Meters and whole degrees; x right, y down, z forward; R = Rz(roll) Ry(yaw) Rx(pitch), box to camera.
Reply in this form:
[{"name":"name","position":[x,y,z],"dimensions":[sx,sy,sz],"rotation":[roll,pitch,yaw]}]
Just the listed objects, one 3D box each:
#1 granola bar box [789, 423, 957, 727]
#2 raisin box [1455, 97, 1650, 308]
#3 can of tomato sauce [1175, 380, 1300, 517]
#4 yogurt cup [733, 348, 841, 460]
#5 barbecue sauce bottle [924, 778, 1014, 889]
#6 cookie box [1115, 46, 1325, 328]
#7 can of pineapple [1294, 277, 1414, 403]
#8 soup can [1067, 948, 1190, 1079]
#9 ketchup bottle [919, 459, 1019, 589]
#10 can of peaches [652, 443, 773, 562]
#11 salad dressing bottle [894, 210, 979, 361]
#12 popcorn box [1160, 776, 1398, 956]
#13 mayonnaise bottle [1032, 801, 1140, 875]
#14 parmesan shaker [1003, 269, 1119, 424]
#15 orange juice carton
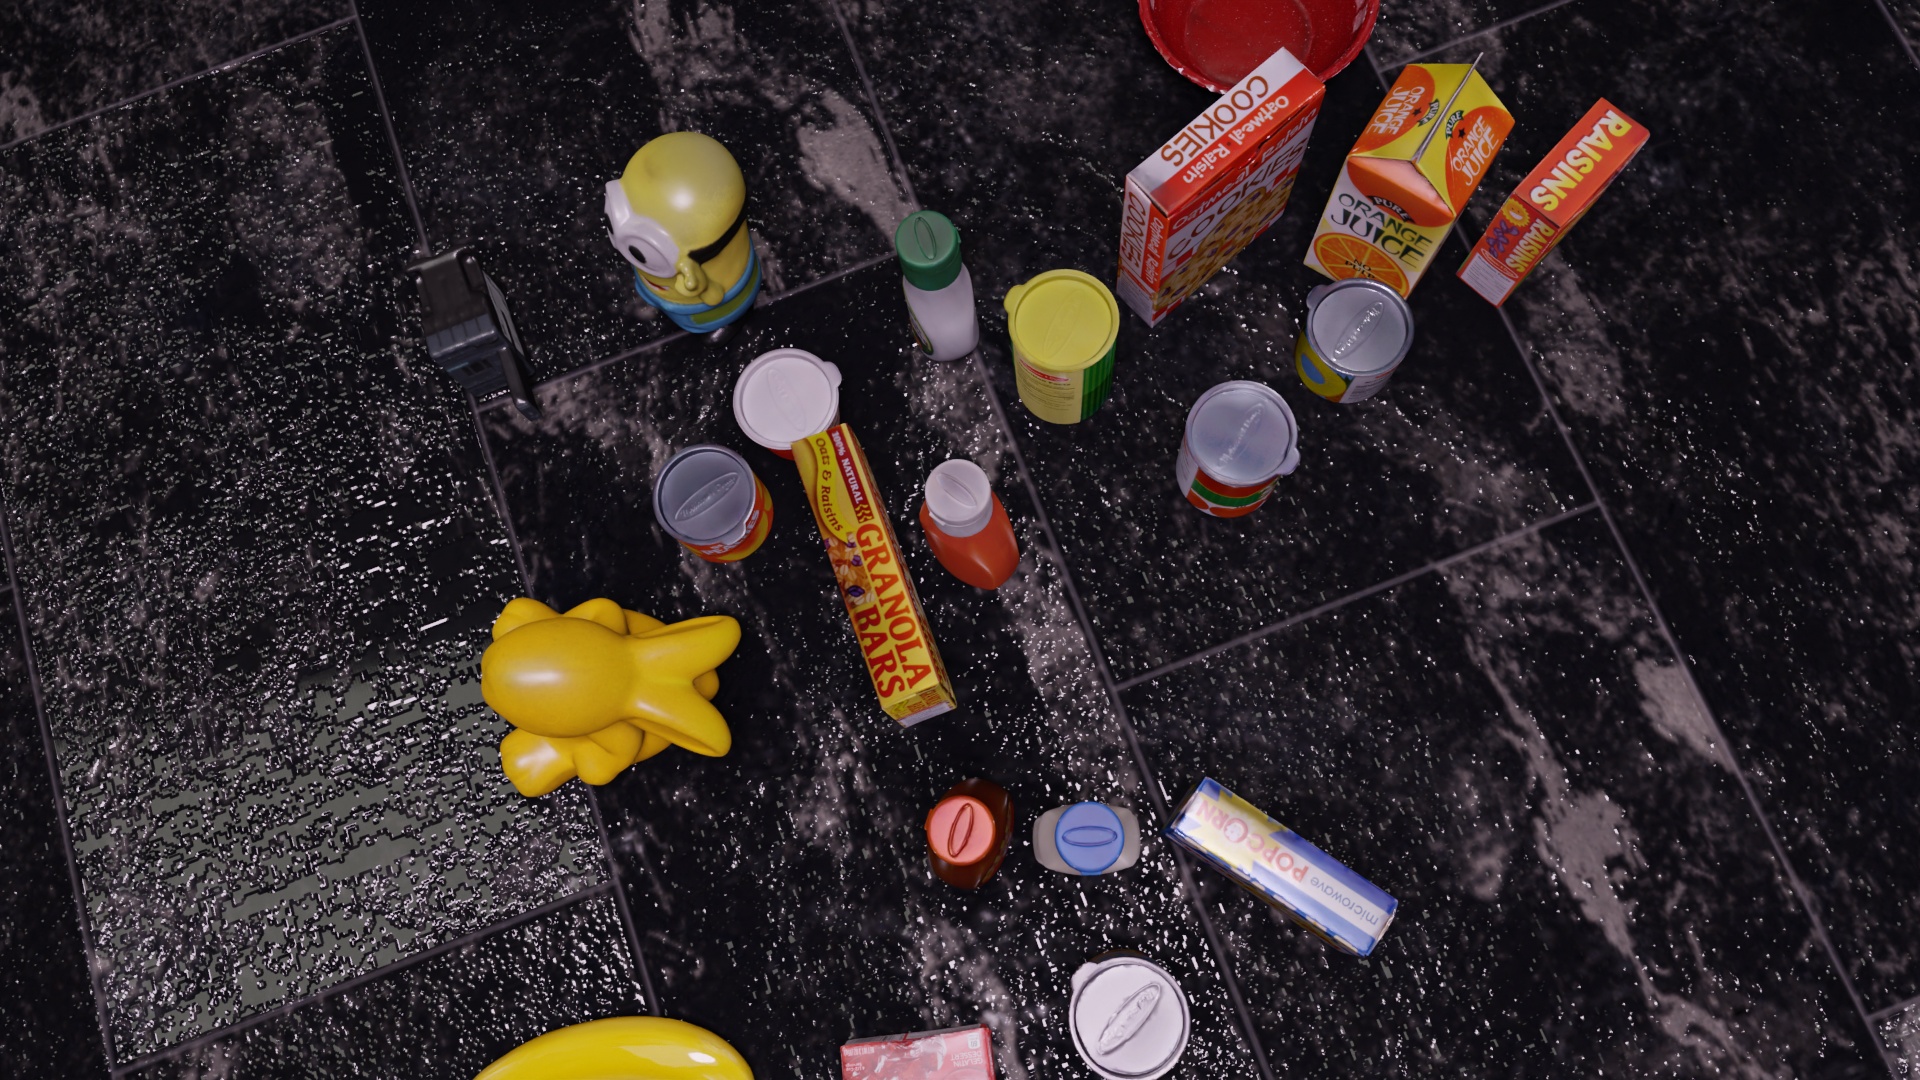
[{"name":"granola bar box","position":[-0.050,0.025,0.842],"dimensions":[0.039,0.124,0.166],"rotation":[-20,76,-1]},{"name":"raisin box","position":[0.368,-0.208,0.870],"dimensions":[0.040,0.123,0.086],"rotation":[43,83,12]},{"name":"can of tomato sauce","position":[0.172,-0.054,0.867],"dimensions":[0.071,0.083,0.071],"rotation":[-1,77,4]},{"name":"yogurt cup","position":[-0.110,-0.085,0.909],"dimensions":[0.072,0.054,0.072],"rotation":[-1,77,4]},{"name":"barbecue sauce bottle","position":[0.005,0.166,0.792],"dimensions":[0.044,0.148,0.065],"rotation":[18,79,8]},{"name":"cookie box","position":[0.157,-0.212,0.863],"dimensions":[0.123,0.167,0.040],"rotation":[-41,78,-6]},{"name":"can of pineapple","position":[0.251,-0.129,0.893],"dimensions":[0.071,0.057,0.071],"rotation":[-1,77,4]},{"name":"soup can","position":[0.093,0.268,0.795],"dimensions":[0.071,0.083,0.071],"rotation":[-1,77,4]},{"name":"ketchup bottle","position":[0.003,-0.010,0.834],"dimensions":[0.065,0.148,0.043],"rotation":[38,82,11]},{"name":"can of peaches","position":[-0.157,-0.021,0.895],"dimensions":[0.071,0.058,0.071],"rotation":[-1,77,4]},{"name":"salad dressing bottle","position":[-0.015,-0.159,0.872],"dimensions":[0.044,0.147,0.064],"rotation":[-17,76,0]},{"name":"popcorn box","position":[0.182,0.189,0.807],"dimensions":[0.127,0.085,0.038],"rotation":[33,81,11]},{"name":"mayonnaise bottle","position":[0.072,0.168,0.787],"dimensions":[0.065,0.148,0.041],"rotation":[-2,77,4]},{"name":"parmesan shaker","position":[0.063,-0.122,0.881],"dimensions":[0.071,0.103,0.071],"rotation":[-1,77,4]},{"name":"orange juice carton","position":[0.272,-0.217,0.843],"dimensions":[0.073,0.192,0.072],"rotation":[33,81,10]}]
